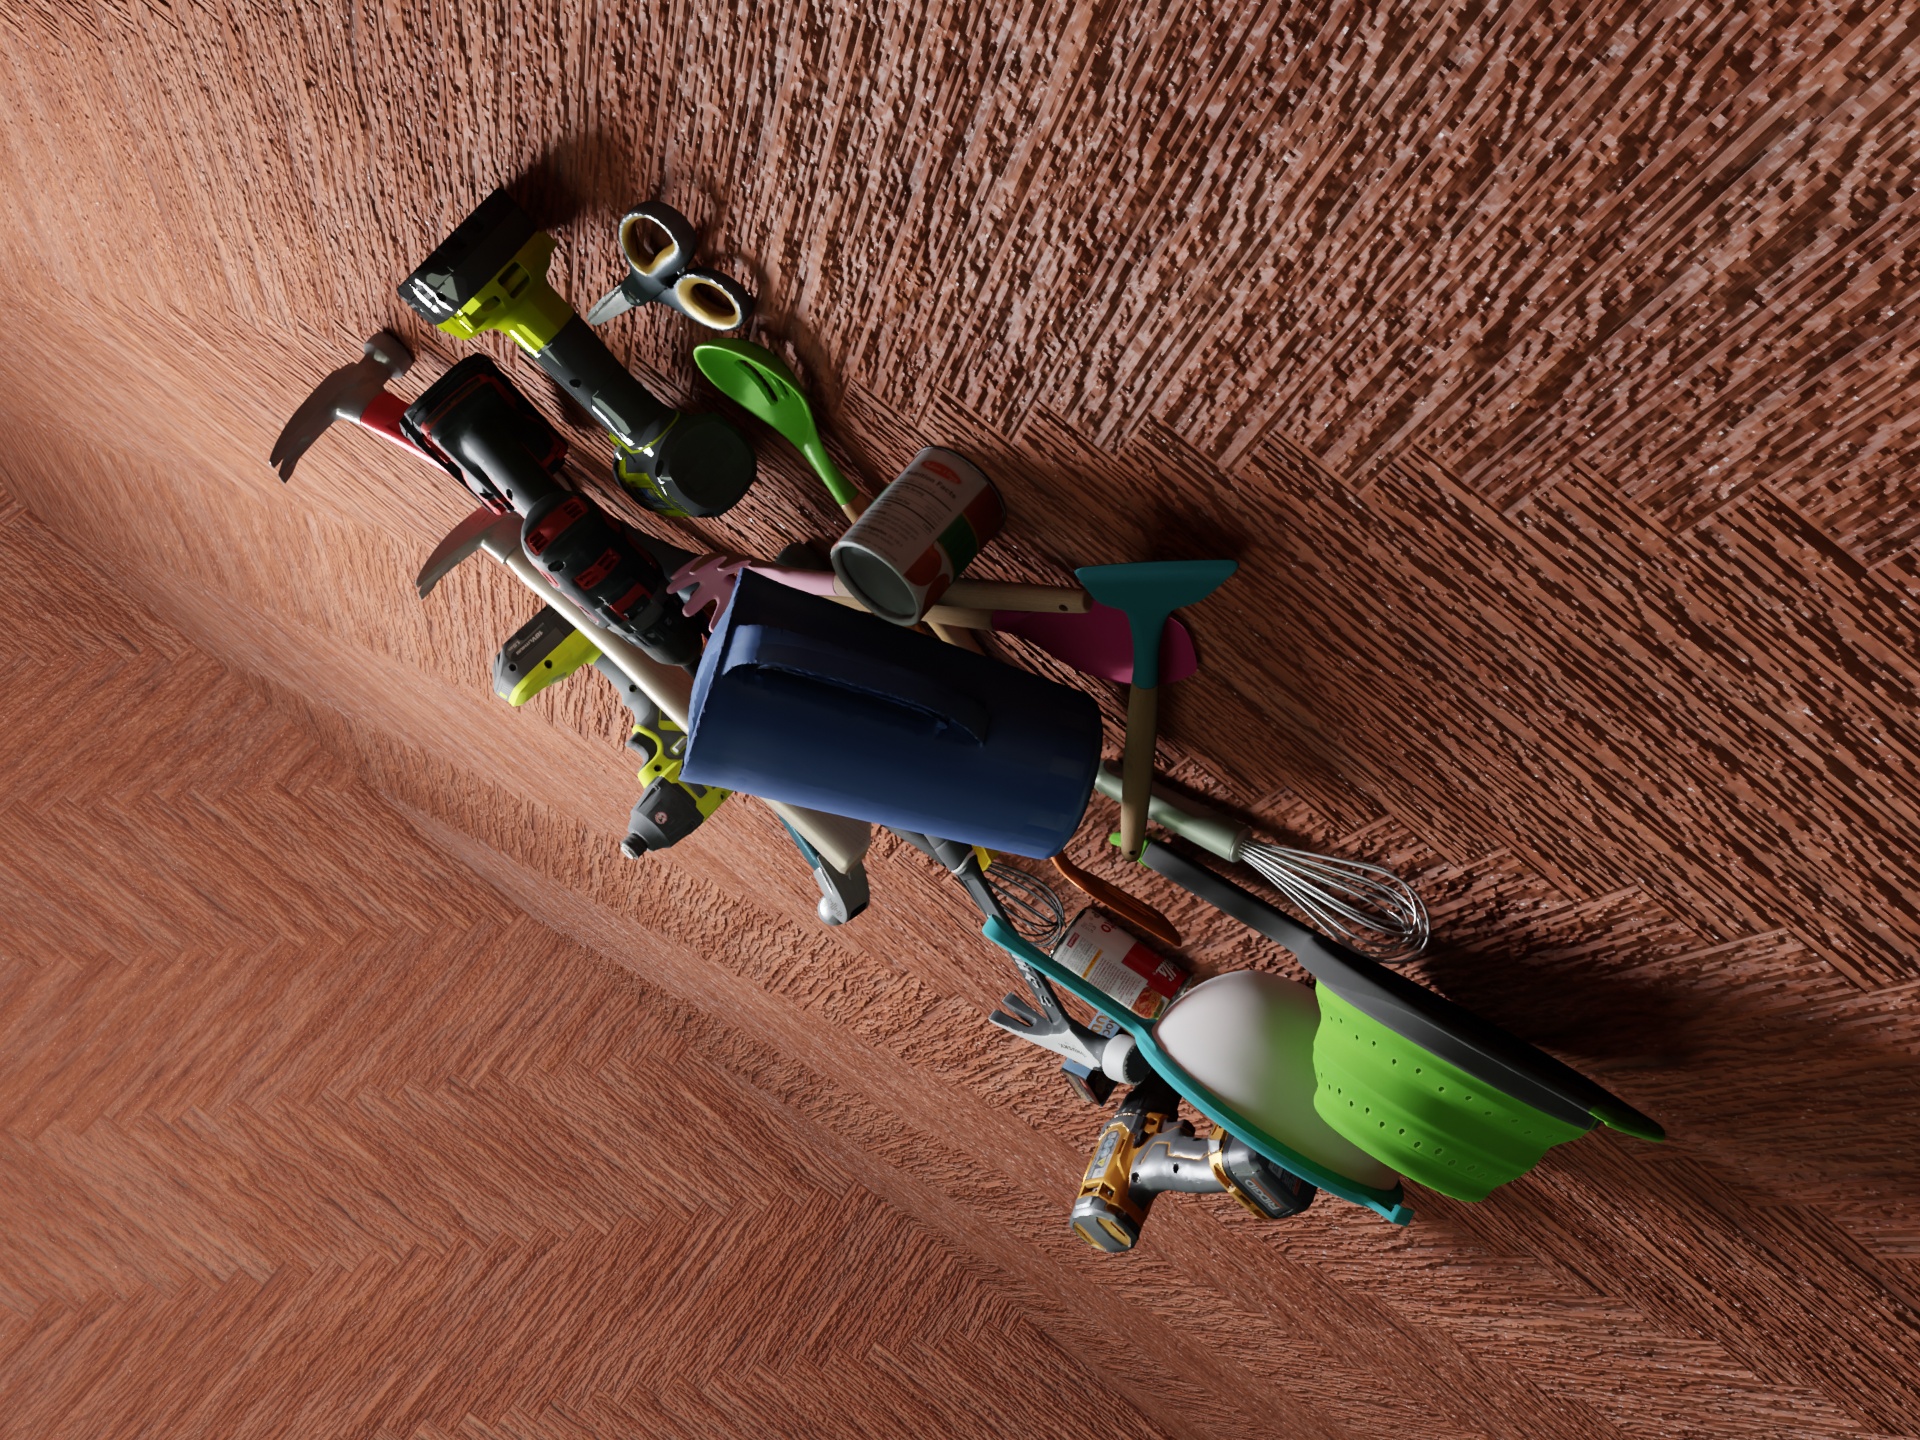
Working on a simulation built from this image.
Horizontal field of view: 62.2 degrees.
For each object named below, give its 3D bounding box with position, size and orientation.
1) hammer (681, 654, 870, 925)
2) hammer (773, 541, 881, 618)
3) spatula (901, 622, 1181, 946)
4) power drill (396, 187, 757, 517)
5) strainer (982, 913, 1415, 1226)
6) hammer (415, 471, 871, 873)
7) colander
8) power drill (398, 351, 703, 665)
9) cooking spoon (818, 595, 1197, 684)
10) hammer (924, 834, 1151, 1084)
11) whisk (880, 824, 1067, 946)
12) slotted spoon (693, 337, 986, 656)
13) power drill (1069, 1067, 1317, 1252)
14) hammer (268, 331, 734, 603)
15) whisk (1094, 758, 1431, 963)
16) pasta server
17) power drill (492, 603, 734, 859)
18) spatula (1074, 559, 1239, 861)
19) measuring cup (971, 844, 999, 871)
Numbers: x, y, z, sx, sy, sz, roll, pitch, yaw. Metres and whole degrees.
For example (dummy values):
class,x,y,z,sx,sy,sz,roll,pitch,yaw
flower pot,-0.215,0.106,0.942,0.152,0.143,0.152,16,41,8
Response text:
class,x,y,z,sx,sy,sz,roll,pitch,yaw
hammer,-0.178,0.026,1.326,0.331,0.033,0.128,55,159,2
hammer,-0.085,0.025,1.246,0.144,0.035,0.405,35,151,14
spatula,0.038,0.026,1.066,0.322,0.041,0.081,55,-175,-1
power drill,-0.244,-0.220,1.022,0.228,0.080,0.191,45,169,-24
strainer,0.180,0.204,1.111,0.340,0.095,0.211,32,-175,6
hammer,-0.235,-0.023,1.235,0.411,0.146,0.038,42,159,8
colander,0.225,0.186,0.993,0.397,0.094,0.204,30,-177,42
power drill,-0.277,-0.138,1.123,0.227,0.080,0.187,45,177,29
cooking spoon,0.003,-0.067,0.987,0.319,0.017,0.068,11,141,34
hammer,0.007,0.116,1.182,0.149,0.036,0.408,8,137,48
whisk,-0.008,0.114,1.334,0.239,0.055,0.055,34,156,22
slotted spoon,-0.057,-0.122,1.005,0.070,0.031,0.313,6,142,51
power drill,0.202,0.340,1.320,0.084,0.185,0.226,45,136,-14
hammer,-0.345,-0.165,1.227,0.386,0.143,0.038,29,159,12
whisk,0.184,0.082,1.005,0.246,0.058,0.059,28,120,31
pasta server,-0.057,-0.078,0.986,0.316,0.040,0.060,7,144,36
power drill,-0.288,-0.004,1.372,0.223,0.171,0.080,45,156,-5
spatula,0.106,0.001,0.927,0.082,0.044,0.317,-3,142,2
measuring cup,0.005,0.057,1.247,0.062,0.029,0.156,26,141,27
